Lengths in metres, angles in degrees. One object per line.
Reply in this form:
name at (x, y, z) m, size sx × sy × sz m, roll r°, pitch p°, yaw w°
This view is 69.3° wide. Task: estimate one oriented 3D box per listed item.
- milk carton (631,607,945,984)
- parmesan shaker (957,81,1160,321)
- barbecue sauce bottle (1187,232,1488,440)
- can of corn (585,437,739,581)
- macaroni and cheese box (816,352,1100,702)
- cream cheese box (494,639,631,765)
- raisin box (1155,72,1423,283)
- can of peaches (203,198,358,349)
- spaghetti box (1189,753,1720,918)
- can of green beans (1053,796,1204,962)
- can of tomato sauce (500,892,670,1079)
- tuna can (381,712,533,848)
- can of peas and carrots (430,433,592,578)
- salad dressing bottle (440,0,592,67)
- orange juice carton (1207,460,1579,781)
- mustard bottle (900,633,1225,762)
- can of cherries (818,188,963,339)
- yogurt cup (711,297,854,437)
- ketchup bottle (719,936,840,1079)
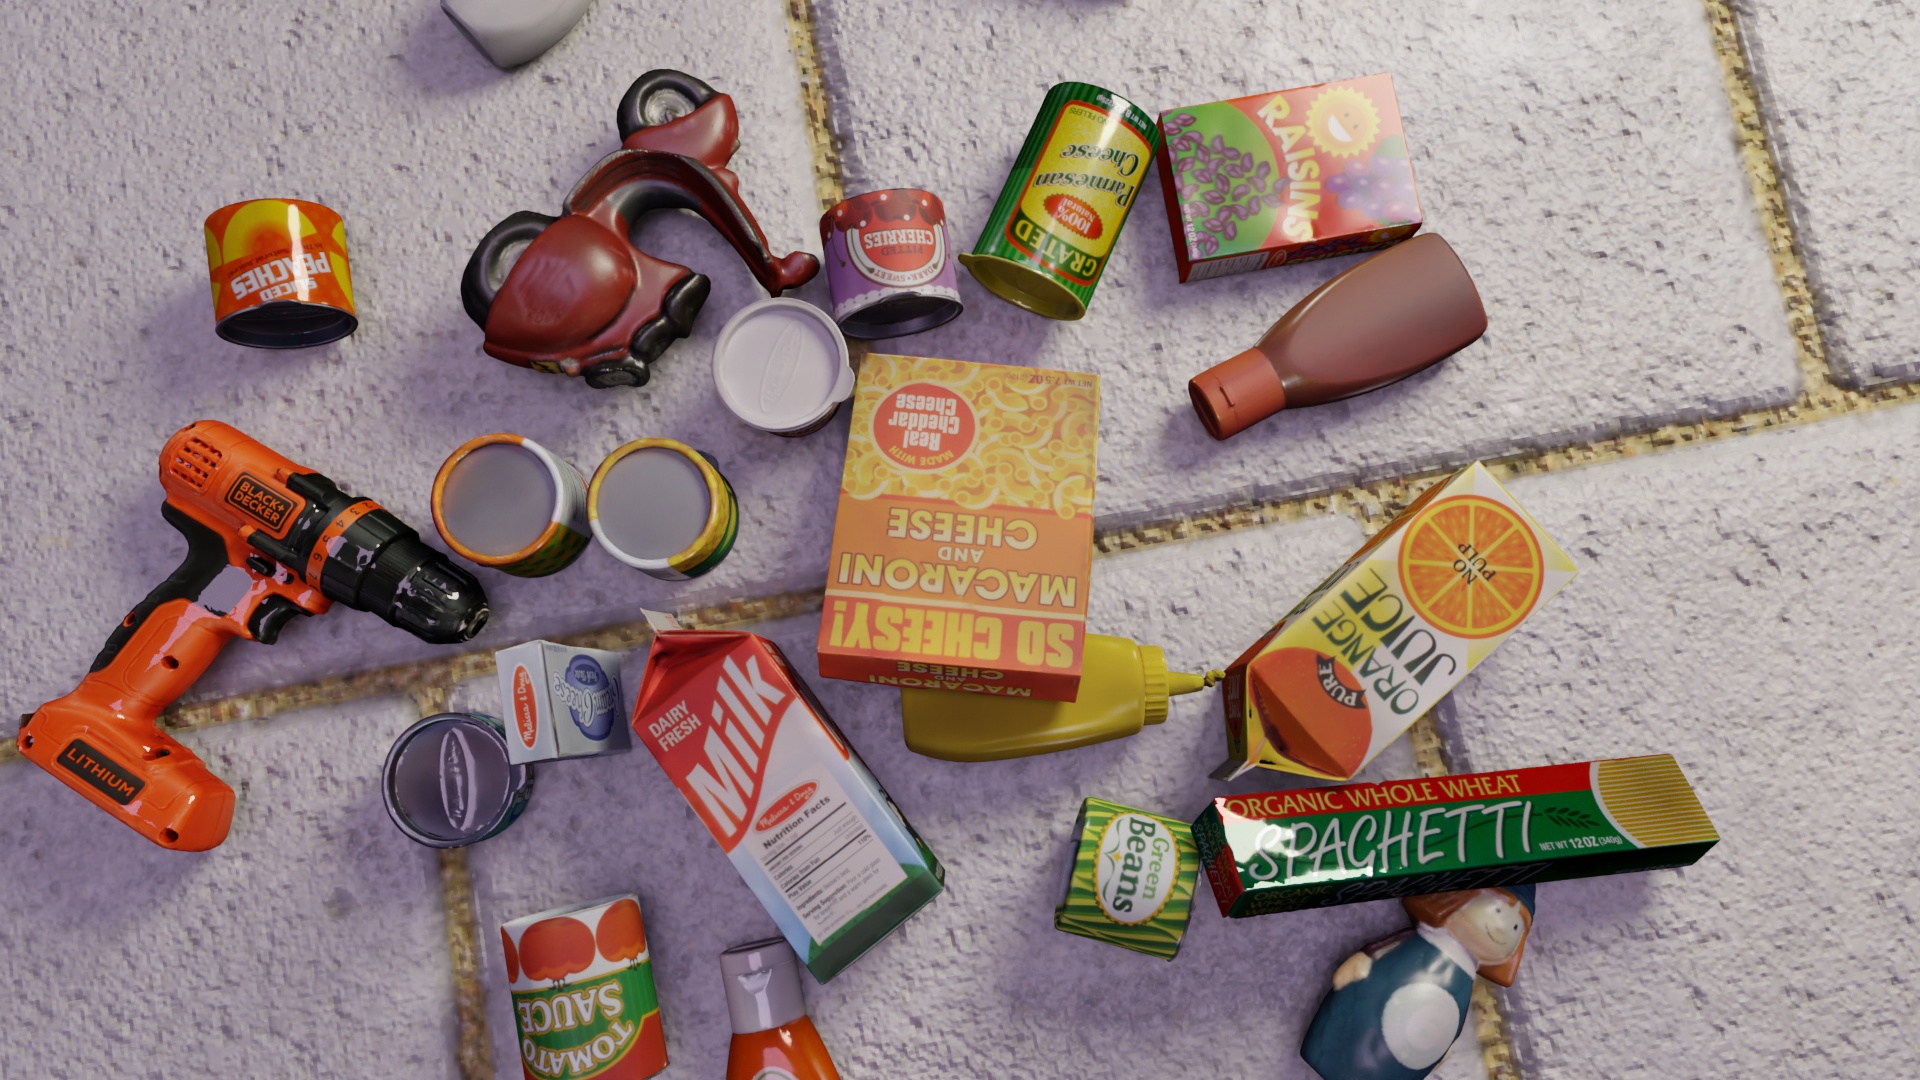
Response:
milk carton at (-0.092, 0.110, 0.674) m, size 0.073 × 0.072 × 0.190 m, roll -37°, pitch 85°, yaw -4°
parmesan shaker at (0.051, -0.175, 0.714) m, size 0.071 × 0.071 × 0.103 m, roll 24°, pitch 83°, yaw 3°
barbecue sauce bottle at (0.191, -0.100, 0.716) m, size 0.149 × 0.043 × 0.065 m, roll -27°, pitch 85°, yaw -3°
can of corn at (-0.147, -0.017, 0.698) m, size 0.071 × 0.058 × 0.071 m, roll 0°, pitch 83°, yaw 0°
macaroni and cheese box at (0.002, -0.009, 0.679) m, size 0.124 × 0.040 × 0.167 m, roll 5°, pitch 62°, yaw 1°
cream cheese box at (-0.187, 0.078, 0.662) m, size 0.024 × 0.103 × 0.053 m, roll -11°, pitch 82°, yaw 3°
raisin box at (0.170, -0.189, 0.730) m, size 0.123 × 0.040 × 0.086 m, roll -10°, pitch 82°, yaw 0°
can of peaches at (-0.347, -0.136, 0.709) m, size 0.071 × 0.071 × 0.058 m, roll -11°, pitch 82°, yaw -1°
spaghetti box at (0.234, 0.138, 0.654) m, size 0.250 × 0.028 × 0.050 m, roll -3°, pitch 49°, yaw -13°
can of green beans at (0.081, 0.162, 0.668) m, size 0.058 × 0.071 × 0.071 m, roll 15°, pitch 83°, yaw 2°
can of tomato sauce at (-0.179, 0.217, 0.660) m, size 0.071 × 0.071 × 0.083 m, roll -12°, pitch 82°, yaw -1°
tuna can at (-0.247, 0.118, 0.692) m, size 0.071 × 0.033 × 0.071 m, roll 0°, pitch 82°, yaw 0°
can of peas and carrots at (-0.226, -0.015, 0.698) m, size 0.071 × 0.058 × 0.071 m, roll 0°, pitch 82°, yaw 0°
salad dressing bottle at (-0.211, -0.321, 0.748) m, size 0.064 × 0.044 × 0.148 m, roll 43°, pitch 83°, yaw 7°
orange juice carton at (0.197, 0.054, 0.680) m, size 0.193 × 0.071 × 0.073 m, roll -40°, pitch 83°, yaw -5°
mustard bottle at (0.051, 0.075, 0.689) m, size 0.160 × 0.048 × 0.065 m, roll -2°, pitch 76°, yaw -1°
can of cherries at (-0.035, -0.141, 0.708) m, size 0.071 × 0.071 × 0.058 m, roll -10°, pitch 82°, yaw -1°
yogurt cup at (-0.089, -0.084, 0.709) m, size 0.072 × 0.054 × 0.072 m, roll 0°, pitch 82°, yaw 0°
ketchup bottle at (-0.084, 0.269, 0.666) m, size 0.065 × 0.043 × 0.149 m, roll -12°, pitch 82°, yaw -1°
